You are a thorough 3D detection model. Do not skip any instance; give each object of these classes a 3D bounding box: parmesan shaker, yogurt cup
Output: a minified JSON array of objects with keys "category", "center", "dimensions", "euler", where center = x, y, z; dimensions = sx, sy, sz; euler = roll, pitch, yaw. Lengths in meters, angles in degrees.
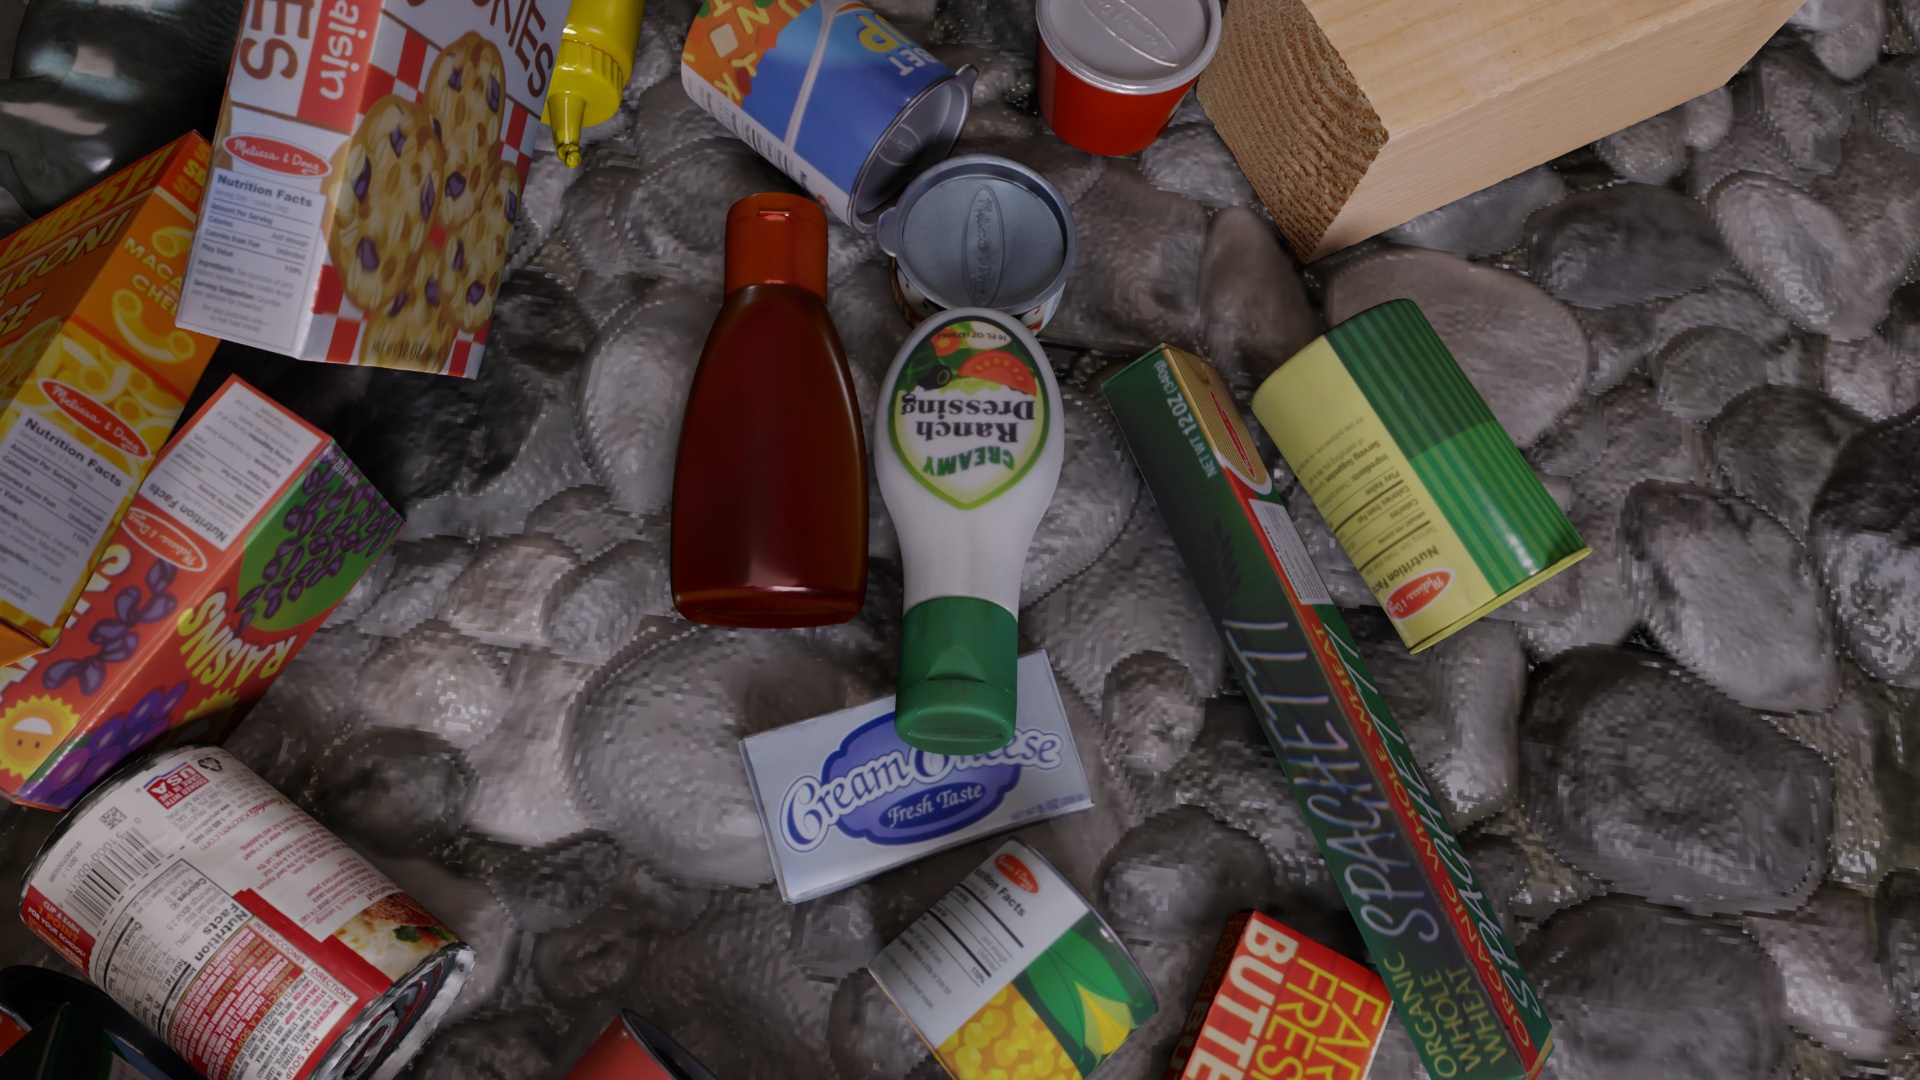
[{"category":"parmesan shaker","center":[0.155,-0.024,0.469],"dimensions":[0.071,0.071,0.103],"euler":[-26,75,-12]},{"category":"yogurt cup","center":[0.059,-0.183,0.524],"dimensions":[0.072,0.053,0.072],"euler":[1,71,-4]}]

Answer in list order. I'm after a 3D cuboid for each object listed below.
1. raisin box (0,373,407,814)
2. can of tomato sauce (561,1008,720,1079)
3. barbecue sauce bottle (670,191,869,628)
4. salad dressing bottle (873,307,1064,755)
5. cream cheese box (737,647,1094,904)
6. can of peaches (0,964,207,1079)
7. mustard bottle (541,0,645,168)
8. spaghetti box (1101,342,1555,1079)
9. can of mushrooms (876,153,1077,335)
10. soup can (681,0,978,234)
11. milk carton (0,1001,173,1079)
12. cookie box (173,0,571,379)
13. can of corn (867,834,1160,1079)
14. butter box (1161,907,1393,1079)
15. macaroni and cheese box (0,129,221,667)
[{"category":"raisin box","center":[-0.229,0.022,0.413],"dimensions":[0.040,0.086,0.124],"euler":[34,72,2]},{"category":"can of tomato sauce","center":[-0.096,0.183,0.378],"dimensions":[0.071,0.071,0.083],"euler":[40,73,8]},{"category":"barbecue sauce bottle","center":[-0.064,-0.046,0.473],"dimensions":[0.065,0.043,0.149],"euler":[0,71,-5]},{"category":"salad dressing bottle","center":[0.002,-0.006,0.449],"dimensions":[0.064,0.043,0.148],"euler":[2,59,1]},{"category":"cream cheese box","center":[-0.014,0.075,0.445],"dimensions":[0.104,0.024,0.053],"euler":[-16,72,-10]},{"category":"can of peaches","center":[-0.252,0.157,0.373],"dimensions":[0.071,0.071,0.058],"euler":[34,73,7]},{"category":"mustard bottle","center":[-0.148,-0.206,0.517],"dimensions":[0.065,0.048,0.160],"euler":[-2,73,-7]},{"category":"spaghetti box","center":[0.116,0.051,0.448],"dimensions":[0.028,0.050,0.250],"euler":[-31,73,25]},{"category":"can of mushrooms","center":[0.005,-0.103,0.503],"dimensions":[0.071,0.033,0.071],"euler":[2,72,-5]},{"category":"soup can","center":[-0.047,-0.164,0.501],"dimensions":[0.084,0.071,0.071],"euler":[40,73,9]},{"category":"milk carton","center":[-0.175,0.209,0.337],"dimensions":[0.072,0.073,0.190],"euler":[-45,113,-16]},{"category":"cookie box","center":[-0.170,-0.137,0.424],"dimensions":[0.040,0.123,0.167],"euler":[15,94,2]},{"category":"can of corn","center":[0.016,0.133,0.408],"dimensions":[0.058,0.071,0.071],"euler":[-38,78,-15]},{"category":"butter box","center":[0.089,0.171,0.422],"dimensions":[0.053,0.024,0.104],"euler":[27,71,4]},{"category":"macaroni and cheese box","center":[-0.275,-0.032,0.397],"dimensions":[0.123,0.040,0.167],"euler":[-17,47,23]}]
